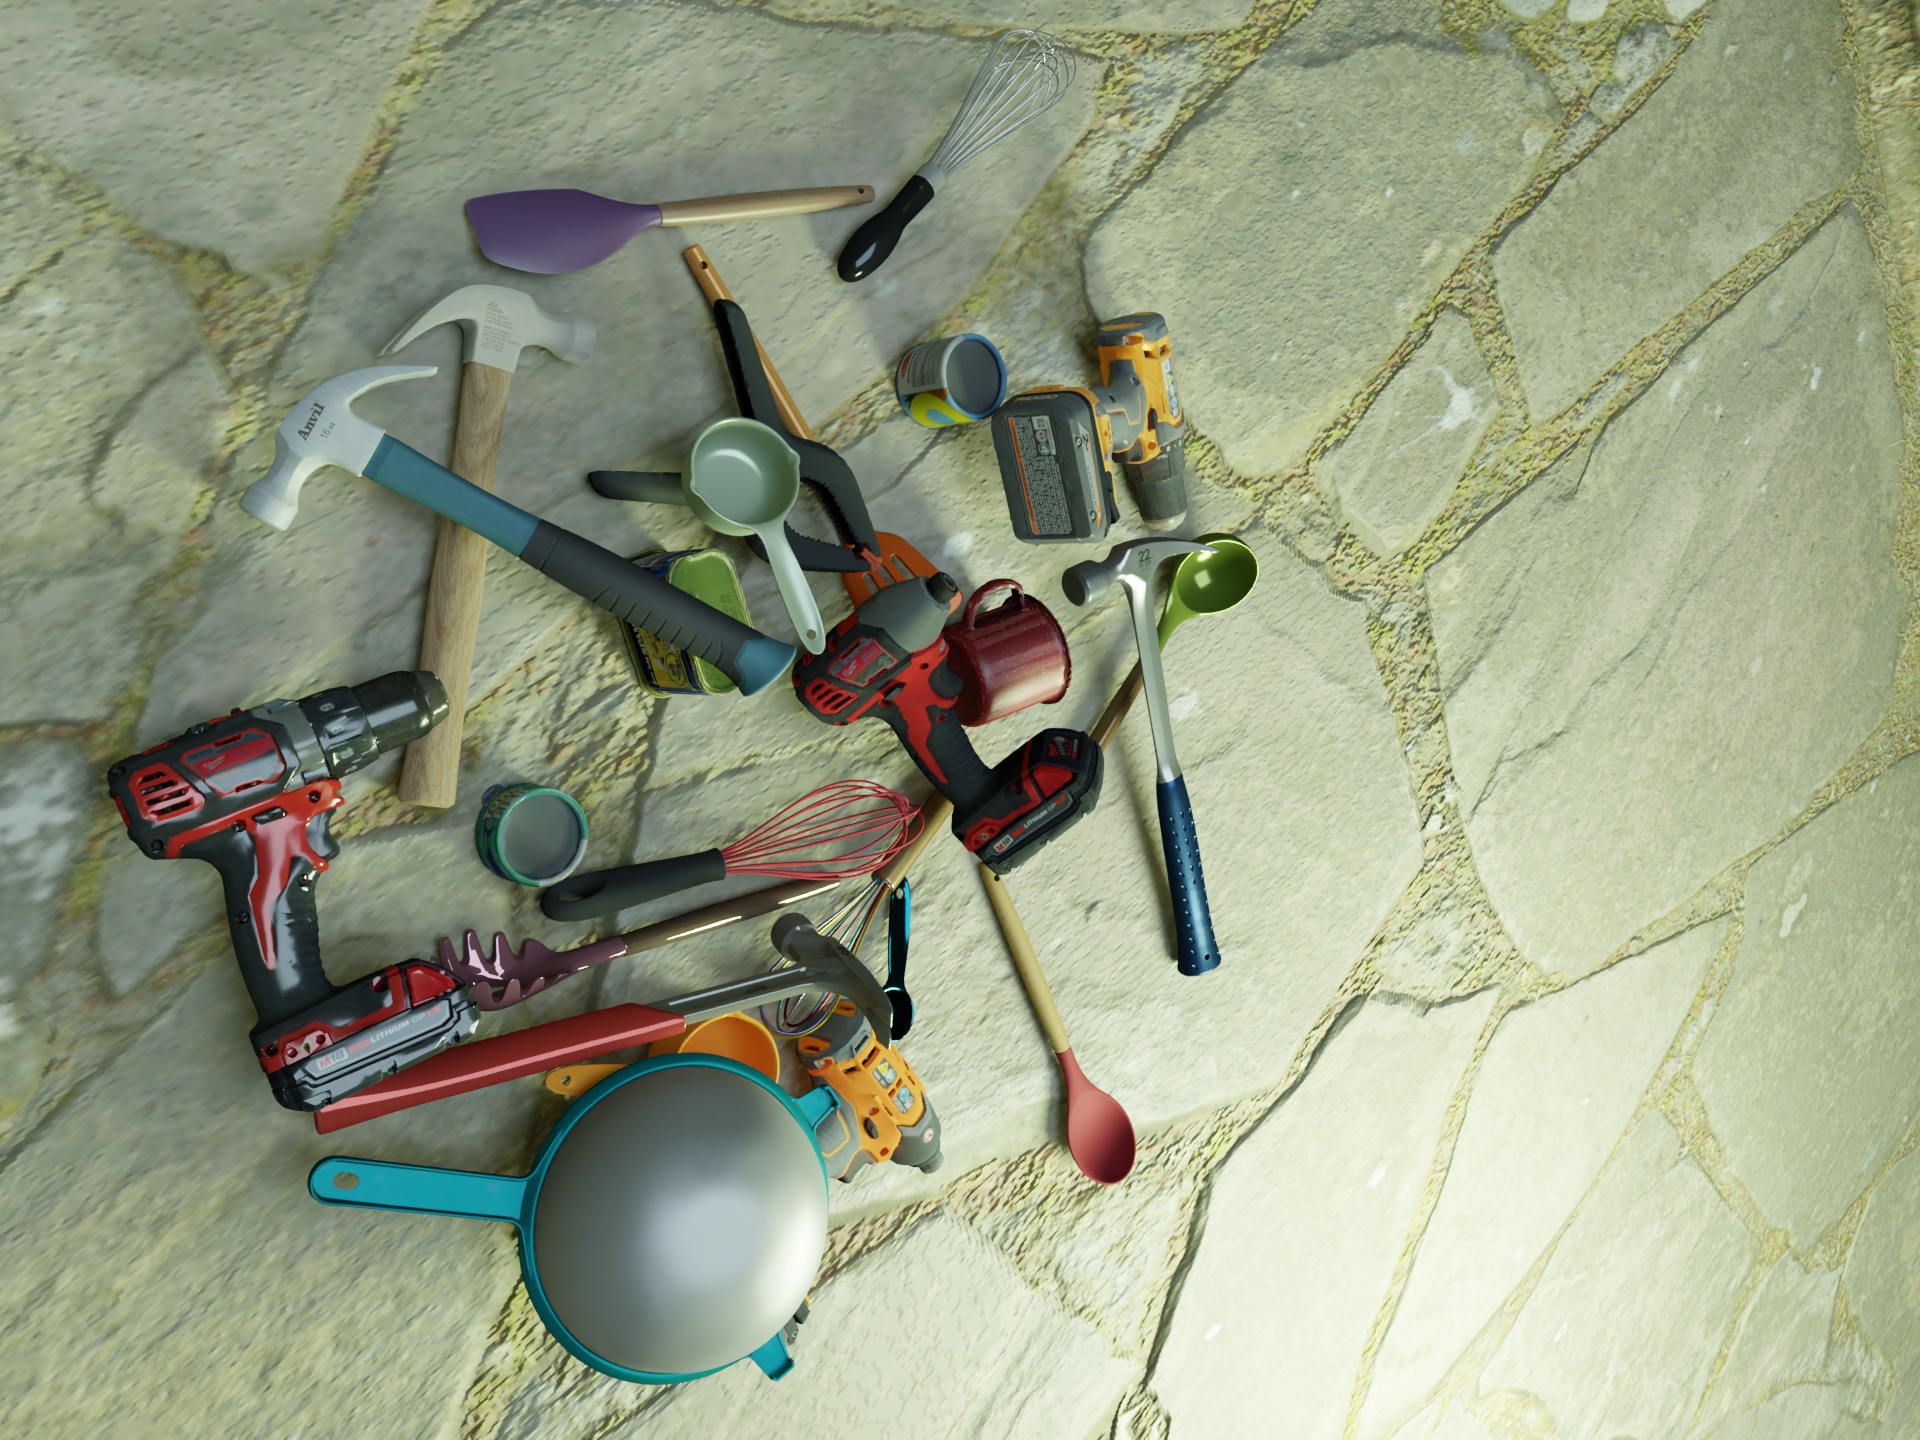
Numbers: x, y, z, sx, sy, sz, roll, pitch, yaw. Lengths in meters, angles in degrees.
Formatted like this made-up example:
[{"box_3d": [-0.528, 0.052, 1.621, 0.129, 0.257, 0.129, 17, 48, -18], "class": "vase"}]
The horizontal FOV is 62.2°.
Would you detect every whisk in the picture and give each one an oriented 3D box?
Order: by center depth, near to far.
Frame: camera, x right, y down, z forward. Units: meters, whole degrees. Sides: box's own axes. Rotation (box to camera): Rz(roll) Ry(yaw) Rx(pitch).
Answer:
[{"box_3d": [-0.154, 0.097, 1.127, 0.295, 0.073, 0.073, -13, 100, -32], "class": "whisk"}, {"box_3d": [-0.068, 0.142, 1.205, 0.245, 0.047, 0.051, -53, 131, -28], "class": "whisk"}, {"box_3d": [-0.007, -0.436, 1.219, 0.285, 0.070, 0.070, -52, 121, -18], "class": "whisk"}]

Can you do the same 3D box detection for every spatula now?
[{"box_3d": [-0.187, -0.349, 1.099, 0.316, 0.018, 0.060, -21, 87, -36], "class": "spatula"}, {"box_3d": [-0.108, -0.198, 1.156, 0.081, 0.041, 0.322, -36, 113, -13], "class": "spatula"}]

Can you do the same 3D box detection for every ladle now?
[{"box_3d": [0.077, 0.254, 1.335, 0.069, 0.031, 0.315, -34, 111, -35], "class": "ladle"}, {"box_3d": [0.158, -0.031, 1.367, 0.078, 0.062, 0.320, 46, 68, -35], "class": "ladle"}]

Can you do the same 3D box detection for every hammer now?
[{"box_3d": [-0.253, -0.104, 0.978, 0.330, 0.033, 0.128, 29, 86, -19], "class": "hammer"}, {"box_3d": [-0.316, -0.111, 1.002, 0.130, 0.031, 0.331, 10, 86, -39], "class": "hammer"}, {"box_3d": [-0.227, 0.206, 1.028, 0.359, 0.149, 0.036, -11, 117, -29], "class": "hammer"}, {"box_3d": [0.182, 0.036, 1.362, 0.144, 0.035, 0.405, -25, 116, -28], "class": "hammer"}]

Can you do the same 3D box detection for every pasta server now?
[{"box_3d": [-0.210, 0.142, 1.096, 0.316, 0.060, 0.040, -13, 125, -40], "class": "pasta server"}]

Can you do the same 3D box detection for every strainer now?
[{"box_3d": [-0.220, 0.306, 0.981, 0.340, 0.095, 0.211, 16, 77, -27], "class": "strainer"}]

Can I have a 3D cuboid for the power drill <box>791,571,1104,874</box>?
[{"box_3d": [-0.002, -0.004, 1.162, 0.219, 0.143, 0.079, 44, 25, -15], "class": "power drill"}]

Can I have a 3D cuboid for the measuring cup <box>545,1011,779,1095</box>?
[{"box_3d": [-0.211, 0.240, 1.092, 0.173, 0.052, 0.095, 8, 88, -36], "class": "measuring cup"}]

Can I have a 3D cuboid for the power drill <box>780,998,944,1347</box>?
[{"box_3d": [-0.105, 0.340, 1.164, 0.226, 0.084, 0.164, -50, 121, -30], "class": "power drill"}]

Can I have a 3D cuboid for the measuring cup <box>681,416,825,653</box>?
[{"box_3d": [-0.132, -0.119, 1.065, 0.083, 0.038, 0.167, -23, 92, -30], "class": "measuring cup"}]

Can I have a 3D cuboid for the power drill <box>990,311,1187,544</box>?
[{"box_3d": [0.120, -0.213, 1.291, 0.226, 0.084, 0.185, -44, 128, -48], "class": "power drill"}]

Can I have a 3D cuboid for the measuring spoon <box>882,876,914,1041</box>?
[{"box_3d": [-0.055, 0.184, 1.238, 0.042, 0.021, 0.129, 14, 75, -41], "class": "measuring spoon"}]

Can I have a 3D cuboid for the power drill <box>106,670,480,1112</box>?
[{"box_3d": [-0.357, 0.091, 0.925, 0.188, 0.080, 0.226, -25, 93, -27], "class": "power drill"}]
